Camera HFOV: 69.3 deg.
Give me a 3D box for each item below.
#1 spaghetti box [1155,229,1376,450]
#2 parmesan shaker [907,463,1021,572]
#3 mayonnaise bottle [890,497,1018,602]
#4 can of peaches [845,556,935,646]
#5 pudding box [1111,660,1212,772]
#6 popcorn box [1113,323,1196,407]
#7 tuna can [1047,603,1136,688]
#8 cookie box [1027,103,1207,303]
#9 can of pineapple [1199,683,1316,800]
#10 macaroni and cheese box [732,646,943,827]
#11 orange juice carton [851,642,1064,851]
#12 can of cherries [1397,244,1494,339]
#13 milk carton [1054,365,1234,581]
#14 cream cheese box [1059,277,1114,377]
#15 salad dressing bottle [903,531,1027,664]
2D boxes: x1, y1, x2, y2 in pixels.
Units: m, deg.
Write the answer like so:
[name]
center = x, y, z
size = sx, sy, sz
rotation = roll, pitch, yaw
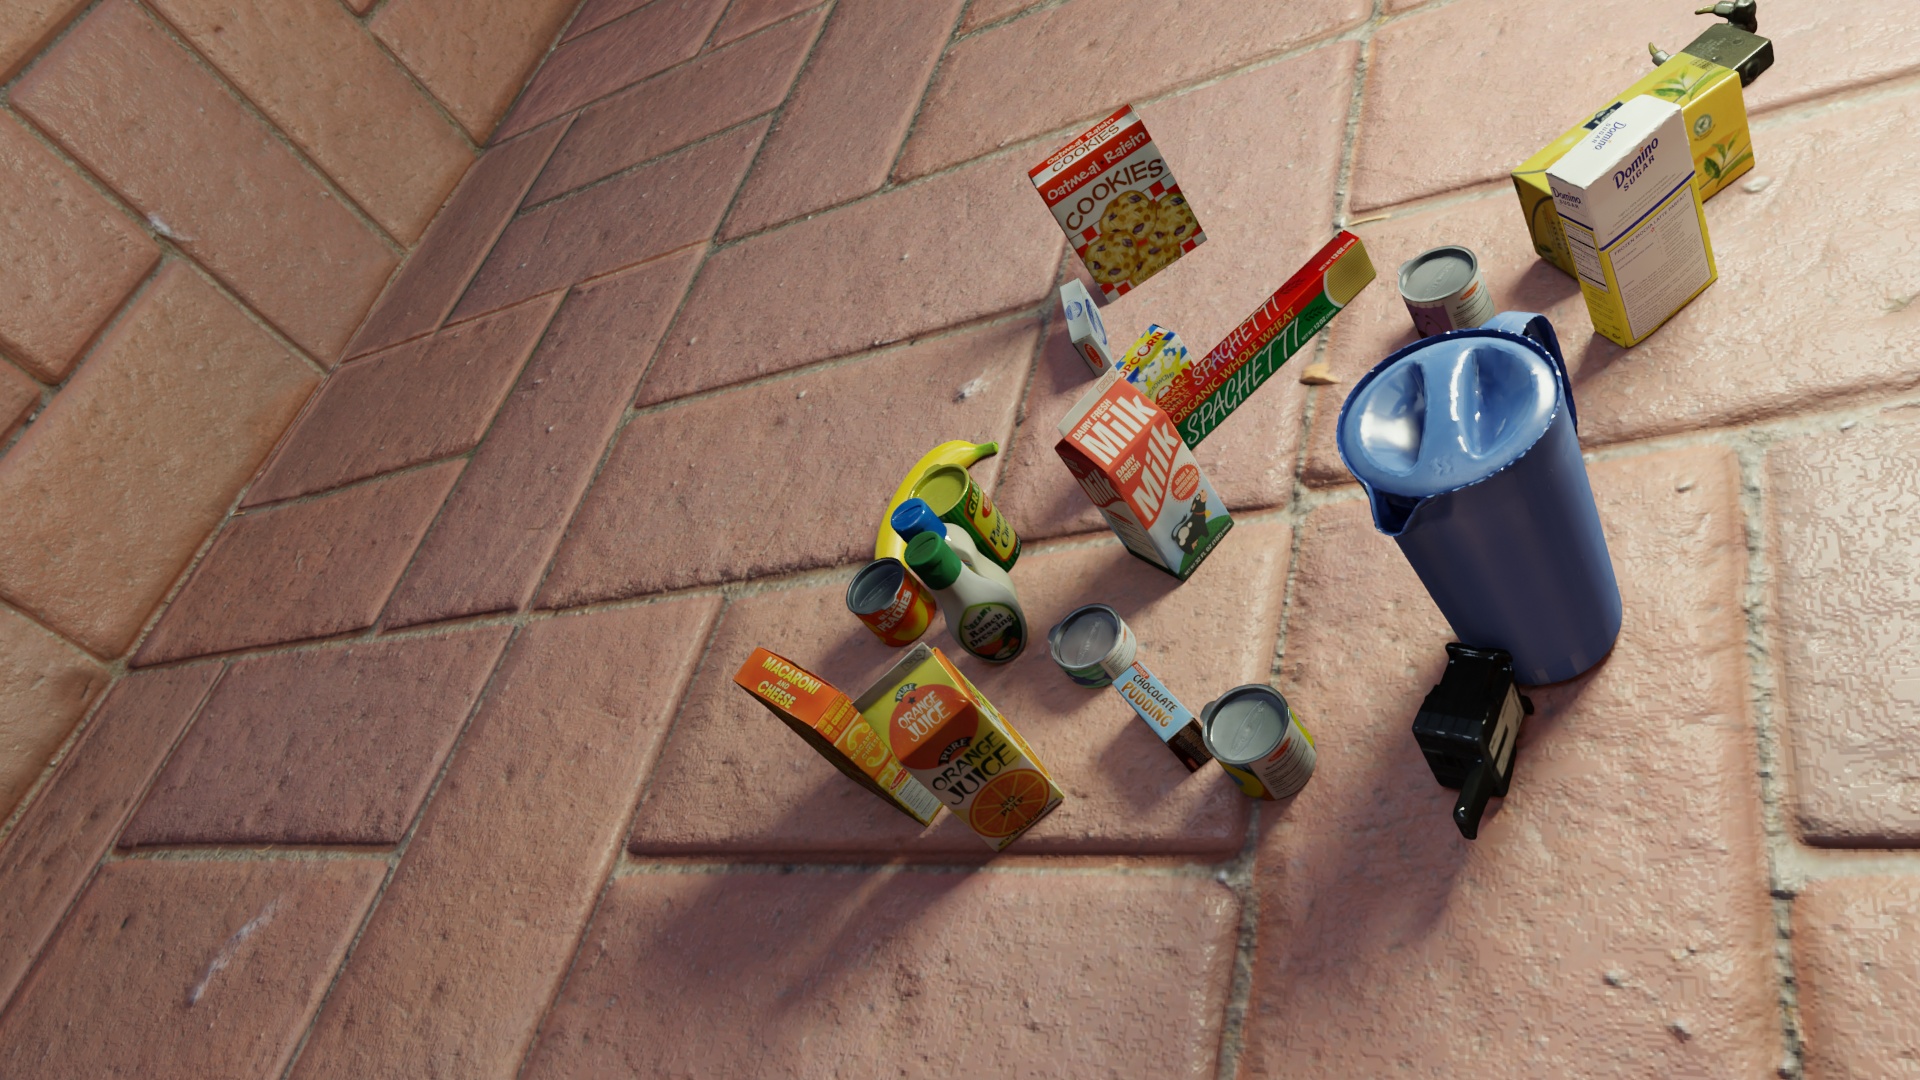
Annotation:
[spaghetti box]
center = 0.278, -0.182, 1.274
size = 0.250, 0.050, 0.029
rotation = -43, 39, -3
[parmesan shaker]
center = 0.005, -0.016, 1.295
size = 0.071, 0.102, 0.072
rotation = -22, 42, 22
[mayonnaise bottle]
center = -0.009, 0.021, 1.234
size = 0.064, 0.147, 0.041
rotation = -28, 40, 16
[can of peaches]
center = -0.065, 0.060, 1.314
size = 0.071, 0.058, 0.071
rotation = -22, 42, 22
[pudding box]
center = 0.157, 0.134, 1.070
size = 0.030, 0.049, 0.084
rotation = -41, 39, 0
[popcorn box]
center = 0.166, -0.124, 1.282
size = 0.127, 0.085, 0.038
rotation = -48, 39, -9
[tuna can]
center = 0.110, 0.089, 1.166
size = 0.071, 0.032, 0.071
rotation = -22, 42, 22
[cookie box]
center = 0.163, -0.344, 1.430
size = 0.123, 0.167, 0.040
rotation = -32, 39, 10
[can of pineapple]
center = 0.216, 0.145, 1.005
size = 0.071, 0.057, 0.071
rotation = -22, 42, 22
[macaroni and cheese box]
center = -0.098, 0.162, 1.156
size = 0.124, 0.166, 0.040
rotation = 20, 68, 48
[orange juice carton]
center = -0.005, 0.153, 1.069
size = 0.072, 0.192, 0.073
rotation = -40, 38, 1
[can of cherries]
center = 0.413, -0.209, 1.184
size = 0.071, 0.058, 0.072
rotation = -22, 42, 22
[milk carton]
center = 0.146, -0.057, 1.150
size = 0.072, 0.190, 0.073
rotation = -48, 39, -9
[cream cheese box]
center = 0.129, -0.219, 1.428
size = 0.024, 0.053, 0.104
rotation = -26, 41, 18
[salad dressing bottle]
center = 0.004, 0.049, 1.197
size = 0.064, 0.147, 0.044
rotation = -36, 39, 6
